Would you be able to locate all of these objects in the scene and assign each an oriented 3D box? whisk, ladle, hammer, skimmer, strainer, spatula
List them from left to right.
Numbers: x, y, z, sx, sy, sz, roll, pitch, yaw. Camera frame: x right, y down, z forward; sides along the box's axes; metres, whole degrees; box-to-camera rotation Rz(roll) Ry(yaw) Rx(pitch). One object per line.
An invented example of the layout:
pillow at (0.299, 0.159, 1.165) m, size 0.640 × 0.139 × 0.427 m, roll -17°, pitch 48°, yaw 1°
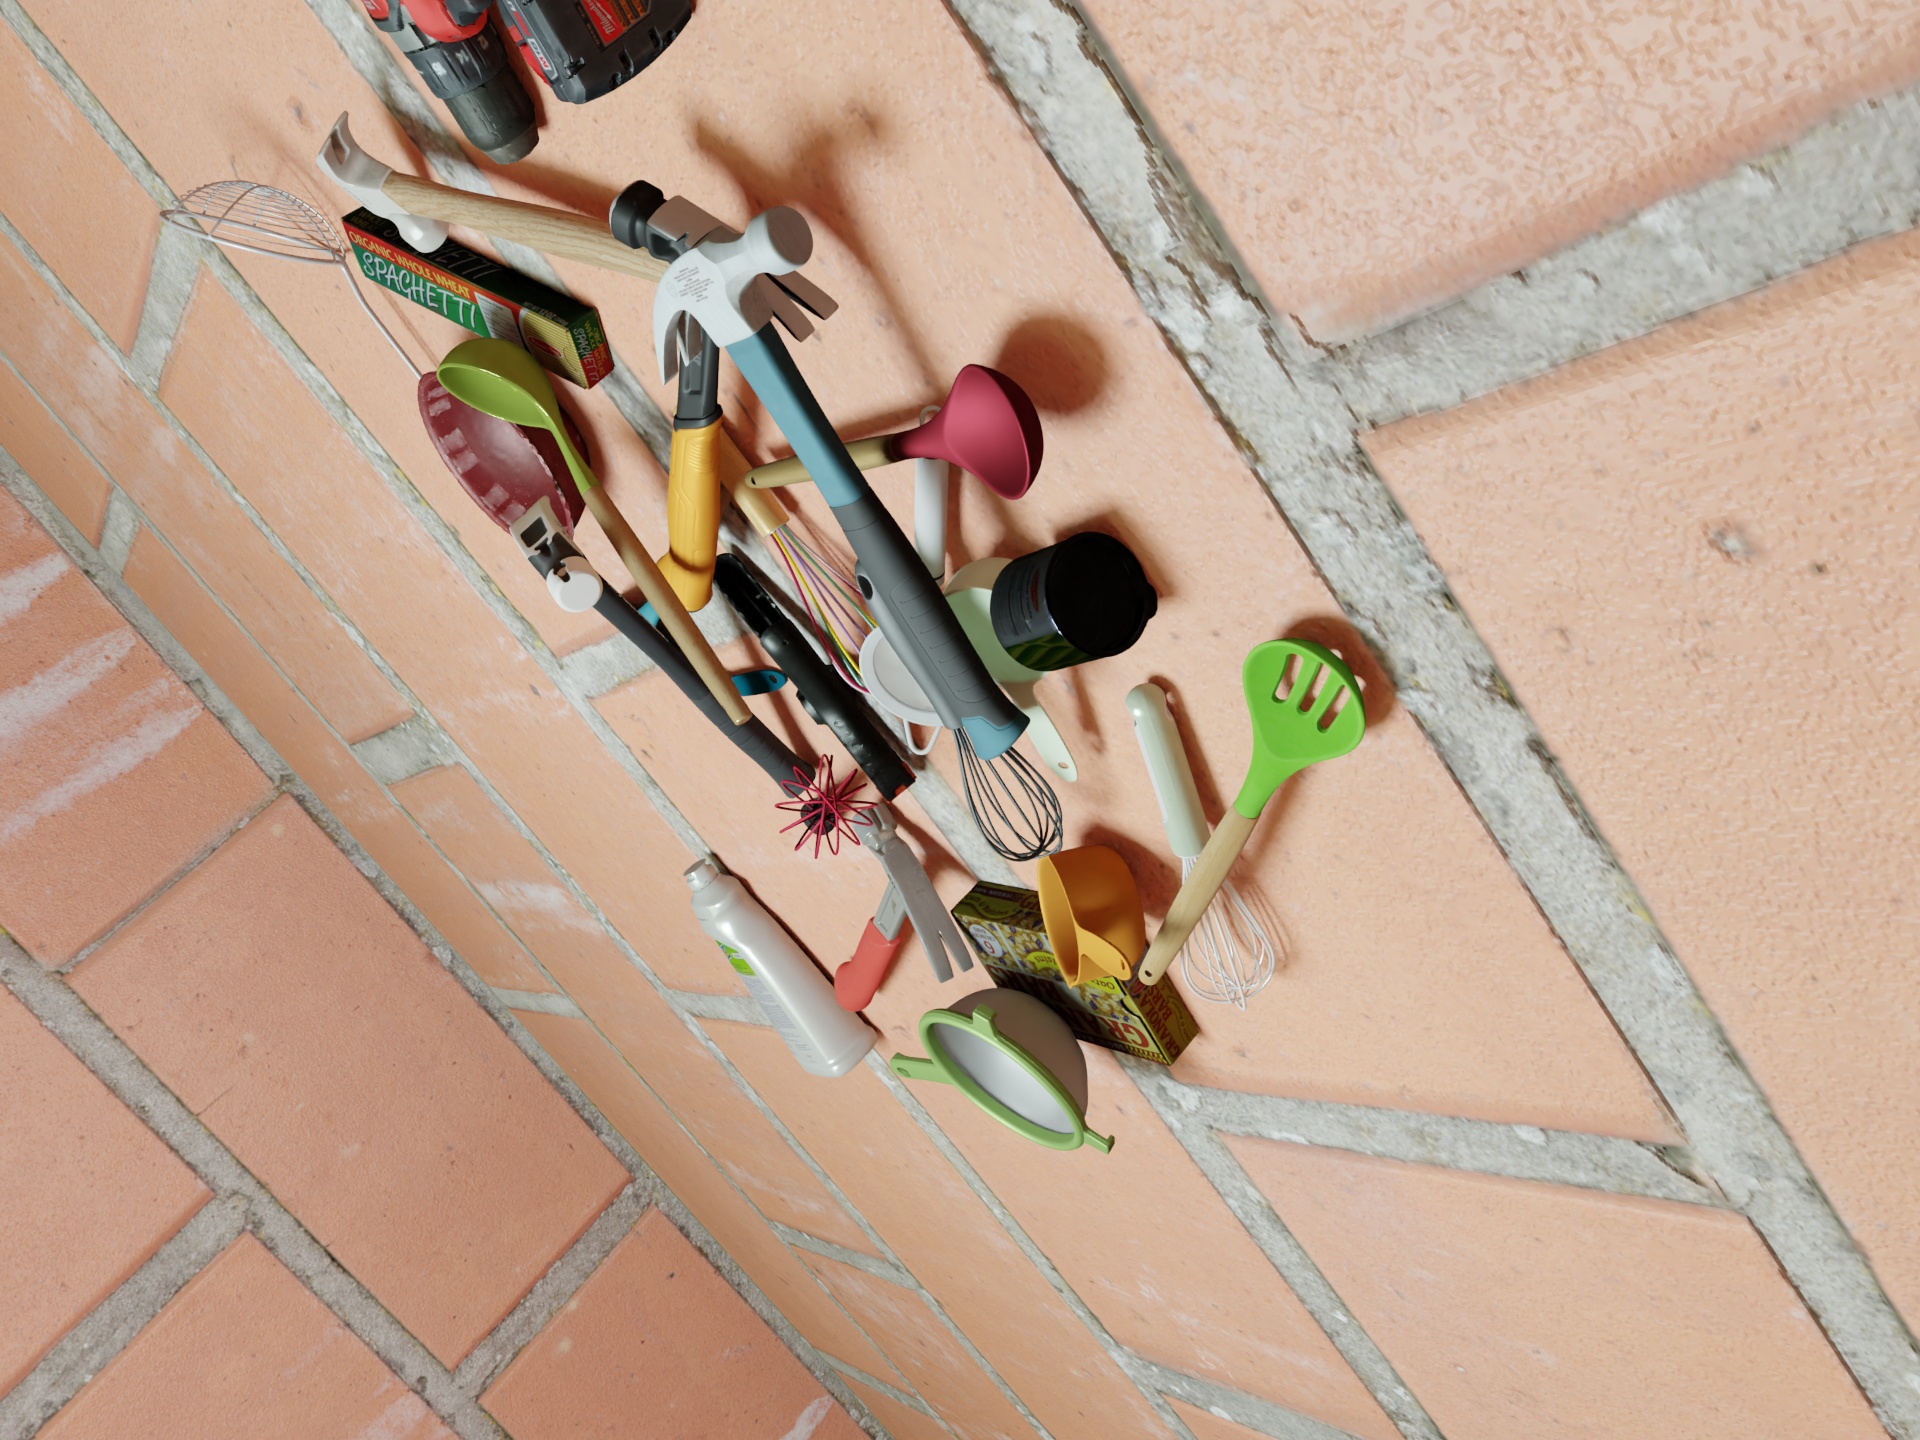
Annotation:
skimmer at (-0.458, -0.267, 1.243) m, size 0.363 × 0.090 × 0.127 m, roll 54°, pitch -177°, yaw -22°
hammer at (-0.265, -0.302, 0.962) m, size 0.331 × 0.031 × 0.130 m, roll 22°, pitch 174°, yaw 28°
ladle at (-0.238, -0.123, 1.043) m, size 0.320 × 0.062 × 0.078 m, roll 55°, pitch 170°, yaw 10°
hammer at (-0.209, -0.040, 1.176) m, size 0.146 × 0.035 × 0.334 m, roll 47°, pitch 179°, yaw 45°
spatula at (-0.207, -0.114, 1.185) m, size 0.082 × 0.044 × 0.317 m, roll 46°, pitch 148°, yaw -1°
hammer at (-0.152, -0.163, 0.958) m, size 0.127 × 0.034 × 0.336 m, roll 33°, pitch 150°, yaw 7°
whisk at (-0.105, -0.108, 1.038) m, size 0.245 × 0.047 × 0.051 m, roll 53°, pitch 153°, yaw -6°
whisk at (-0.104, 0.069, 1.189) m, size 0.073 × 0.073 × 0.296 m, roll 45°, pitch 172°, yaw -1°
hammer at (-0.051, -0.109, 0.848) m, size 0.128 × 0.033 × 0.330 m, roll -3°, pitch 129°, yaw 44°
ladle at (-0.046, -0.146, 0.876) m, size 0.315 × 0.031 × 0.069 m, roll 4°, pitch 116°, yaw 57°
hammer at (-0.065, 0.199, 1.365) m, size 0.149 × 0.036 × 0.359 m, roll 61°, pitch 159°, yaw 17°
strainer at (-0.017, -0.082, 0.950) m, size 0.087 × 0.050 × 0.258 m, roll 10°, pitch 138°, yaw 6°
whisk at (-0.002, -0.004, 0.964) m, size 0.055 × 0.055 × 0.238 m, roll 6°, pitch 134°, yaw 50°
strainer at (0.022, 0.256, 1.237) m, size 0.151 × 0.069 × 0.256 m, roll 48°, pitch 154°, yaw -14°
whisk at (0.140, 0.080, 0.952) m, size 0.058 × 0.059 × 0.246 m, roll -93°, pitch -16°, yaw -59°

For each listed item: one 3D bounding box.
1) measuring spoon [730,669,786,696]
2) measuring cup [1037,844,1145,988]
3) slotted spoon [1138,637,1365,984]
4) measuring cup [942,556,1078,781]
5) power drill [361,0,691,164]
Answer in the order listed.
measuring spoon at (-0.174, -0.032, 1.261) m, size 0.129 × 0.021 × 0.042 m, roll -7°, pitch 124°, yaw 46°
measuring cup at (0.097, 0.130, 1.004) m, size 0.174 × 0.052 × 0.095 m, roll -156°, pitch 54°, yaw -74°
slotted spoon at (0.149, 0.062, 0.881) m, size 0.070 × 0.031 × 0.313 m, roll 37°, pitch 141°, yaw 16°
measuring cup at (0.042, -0.029, 0.939) m, size 0.083 × 0.038 × 0.167 m, roll 1°, pitch 139°, yaw 31°
power drill at (-0.239, -0.371, 0.822) m, size 0.227 × 0.080 × 0.187 m, roll 24°, pitch 153°, yaw 42°
